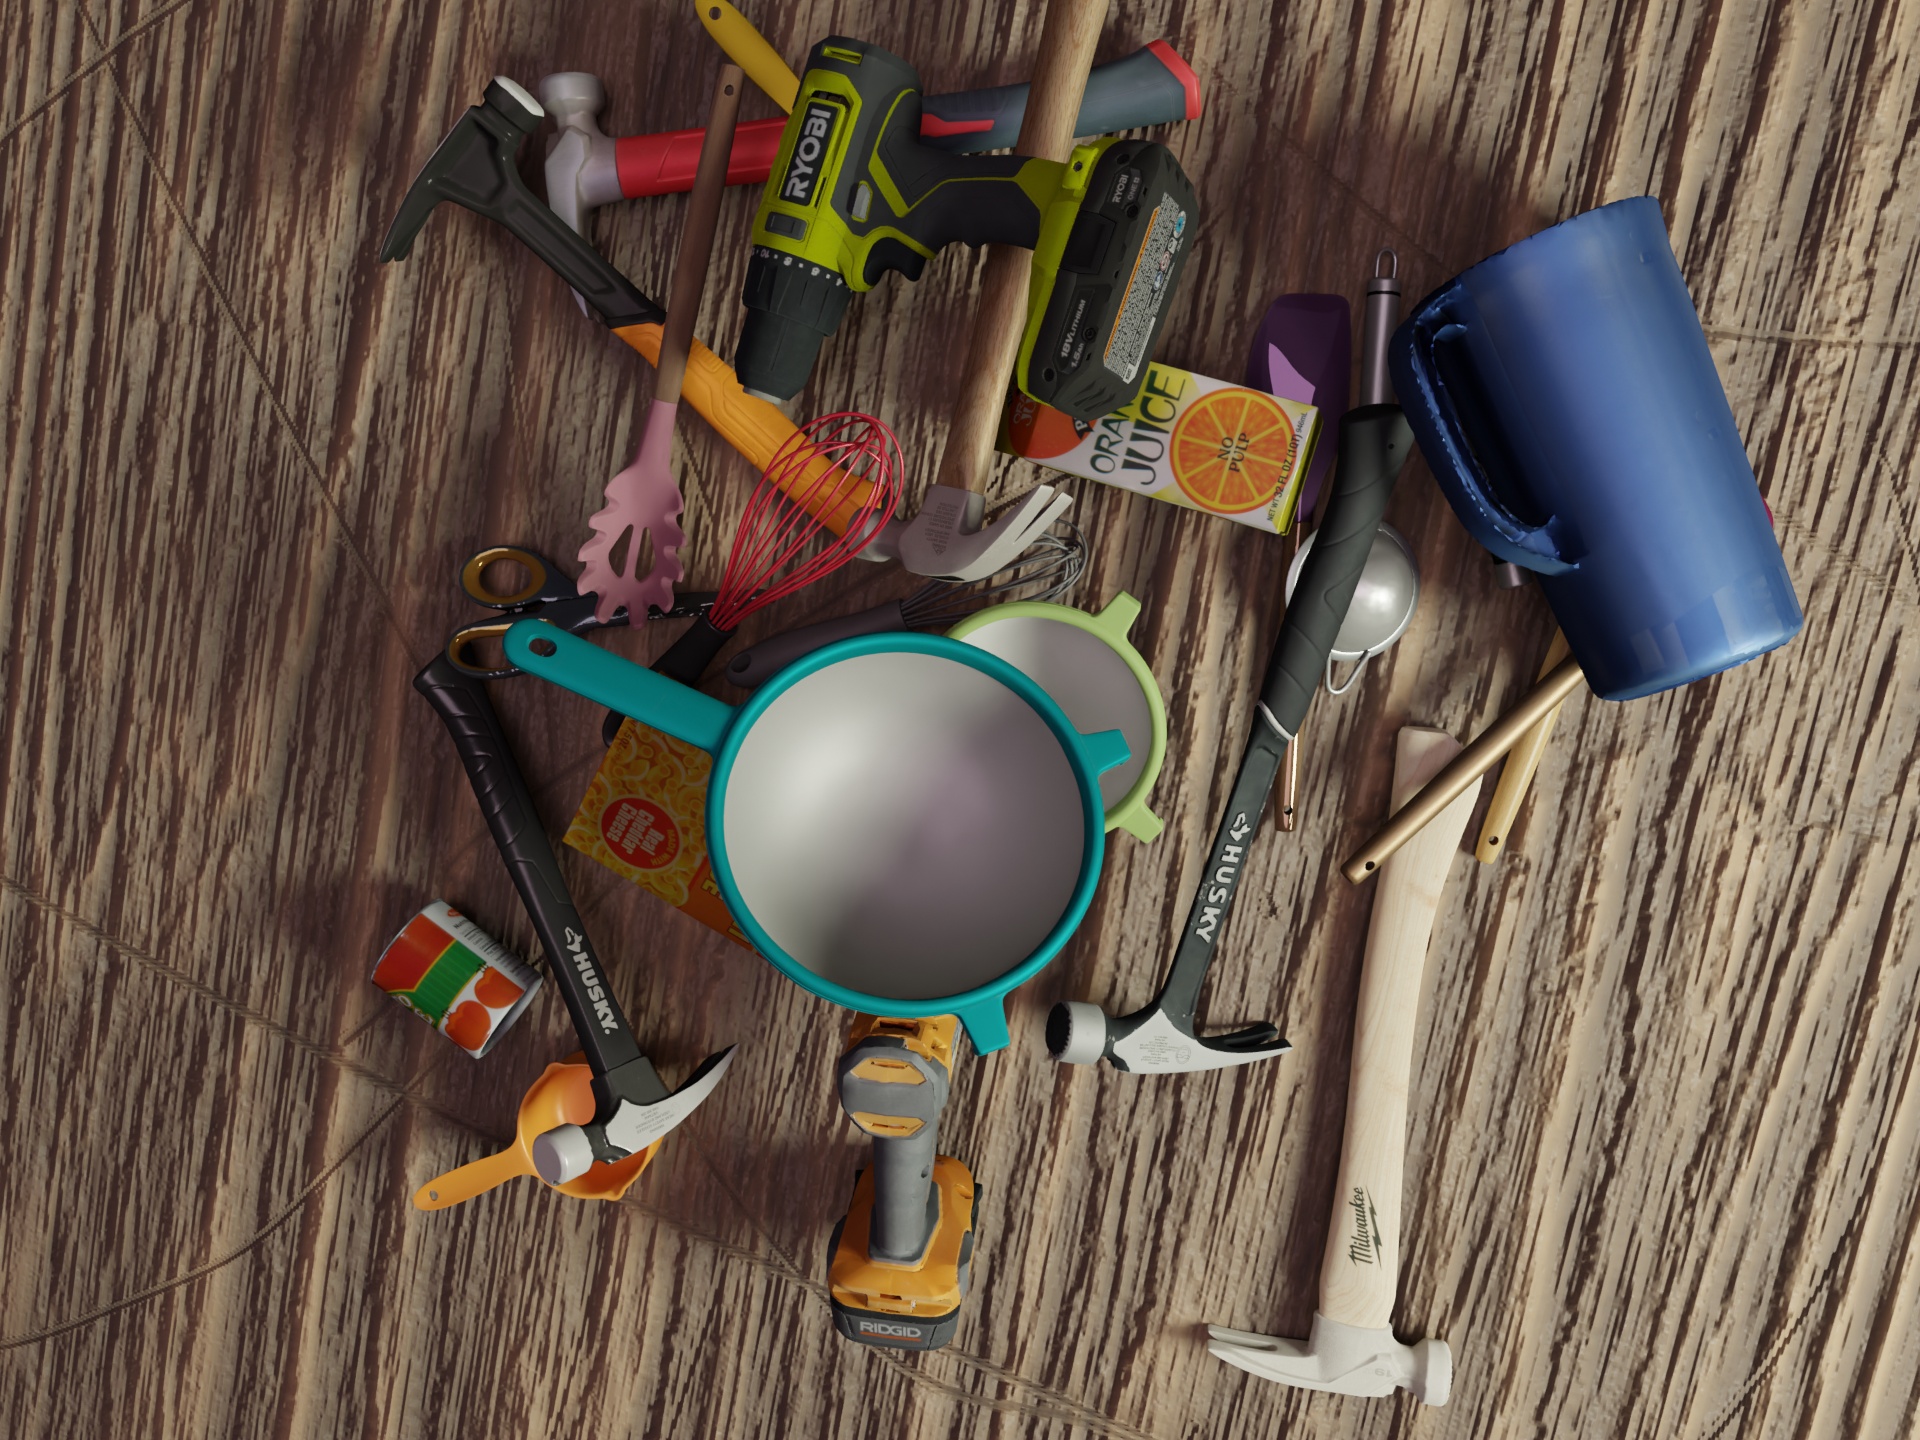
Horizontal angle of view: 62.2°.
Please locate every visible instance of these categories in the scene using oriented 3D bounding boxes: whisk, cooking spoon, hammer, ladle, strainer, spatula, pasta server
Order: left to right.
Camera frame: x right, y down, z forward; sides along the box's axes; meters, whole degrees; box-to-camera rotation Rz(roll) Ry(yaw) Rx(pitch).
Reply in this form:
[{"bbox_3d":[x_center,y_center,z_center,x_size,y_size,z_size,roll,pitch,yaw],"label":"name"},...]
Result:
[{"bbox_3d":[-0.253,0.103,0.980,0.035,0.146,0.335,-32,79,39],"label":"hammer"},{"bbox_3d":[-0.176,-0.213,0.937,0.336,0.034,0.127,41,105,-9],"label":"hammer"},{"bbox_3d":[-0.162,-0.207,0.901,0.060,0.040,0.316,12,106,-14],"label":"pasta server"},{"bbox_3d":[-0.130,-0.071,0.927,0.073,0.073,0.295,46,122,0],"label":"whisk"},{"bbox_3d":[-0.091,0.038,0.873,0.340,0.095,0.211,24,67,2],"label":"strainer"},{"bbox_3d":[-0.053,-0.327,0.933,0.386,0.038,0.143,-5,97,8],"label":"hammer"},{"bbox_3d":[-0.035,-0.066,0.958,0.239,0.055,0.055,-18,94,13],"label":"whisk"},{"bbox_3d":[-0.002,-0.003,0.952,0.256,0.069,0.151,-3,110,16],"label":"strainer"},{"bbox_3d":[0.028,-0.239,0.882,0.130,0.031,0.331,17,95,37],"label":"hammer"},{"bbox_3d":[0.176,0.020,0.897,0.149,0.036,0.409,12,106,-20],"label":"hammer"},{"bbox_3d":[0.196,-0.091,0.939,0.060,0.018,0.316,1,95,5],"label":"spatula"},{"bbox_3d":[0.244,0.207,0.958,0.146,0.038,0.410,7,97,8],"label":"hammer"},{"bbox_3d":[0.236,-0.143,0.916,0.087,0.050,0.258,3,93,-15],"label":"strainer"},{"bbox_3d":[0.337,-0.018,0.903,0.319,0.017,0.068,-43,109,2],"label":"cooking spoon"},{"bbox_3d":[0.357,-0.064,0.919,0.069,0.031,0.315,19,100,6],"label":"ladle"}]

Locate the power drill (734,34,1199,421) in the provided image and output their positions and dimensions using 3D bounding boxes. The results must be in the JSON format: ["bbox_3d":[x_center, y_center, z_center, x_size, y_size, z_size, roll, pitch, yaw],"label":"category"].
[{"bbox_3d":[-0.010,-0.237,0.829,0.229,0.080,0.190,23,98,24],"label":"power drill"}]

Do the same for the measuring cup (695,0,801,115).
[{"bbox_3d":[-0.096,-0.354,0.898,0.062,0.029,0.156,-43,95,11],"label":"measuring cup"}]

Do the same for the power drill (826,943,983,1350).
[{"bbox_3d":[-0.027,0.230,0.946,0.084,0.185,0.226,5,116,6],"label":"power drill"}]

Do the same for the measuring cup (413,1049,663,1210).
[{"bbox_3d":[-0.269,0.270,1.022,0.173,0.052,0.095,-25,93,11],"label":"measuring cup"}]
